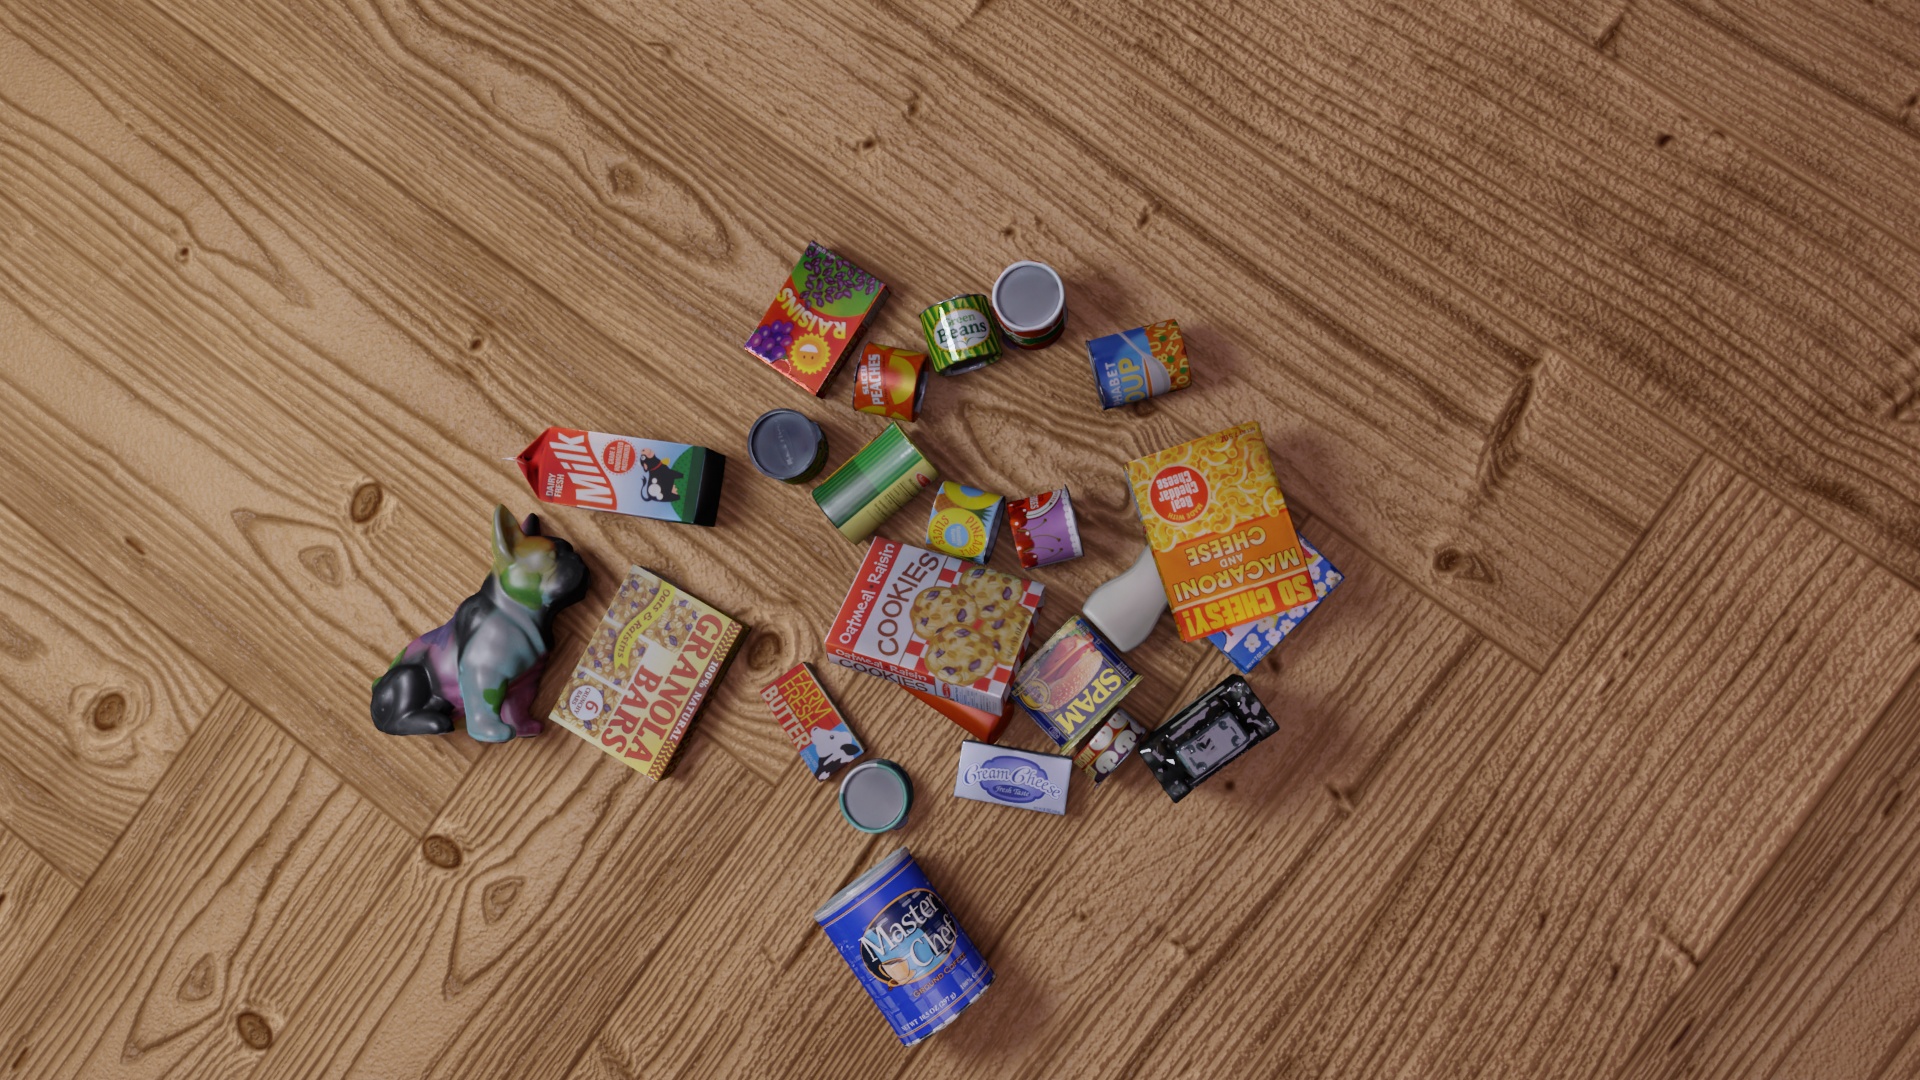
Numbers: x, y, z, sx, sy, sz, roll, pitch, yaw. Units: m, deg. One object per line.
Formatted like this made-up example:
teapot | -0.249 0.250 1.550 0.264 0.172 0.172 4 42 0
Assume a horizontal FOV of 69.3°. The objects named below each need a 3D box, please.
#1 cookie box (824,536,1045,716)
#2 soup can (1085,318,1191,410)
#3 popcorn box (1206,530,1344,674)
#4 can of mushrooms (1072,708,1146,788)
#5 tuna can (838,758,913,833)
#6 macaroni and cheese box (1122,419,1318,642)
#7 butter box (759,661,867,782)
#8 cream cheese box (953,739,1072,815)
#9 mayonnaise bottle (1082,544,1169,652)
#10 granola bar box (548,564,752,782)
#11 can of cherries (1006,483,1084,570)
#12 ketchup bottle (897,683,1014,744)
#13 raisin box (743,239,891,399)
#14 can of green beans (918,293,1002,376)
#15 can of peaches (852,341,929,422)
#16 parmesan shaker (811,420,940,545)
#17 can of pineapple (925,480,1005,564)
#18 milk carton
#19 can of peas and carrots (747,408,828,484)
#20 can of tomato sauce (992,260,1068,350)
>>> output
cookie box | -0.022 0.075 1.250 0.167 0.040 0.123 16 57 13
soup can | 0.163 -0.159 1.265 0.084 0.071 0.071 -14 85 5
popcorn box | 0.271 0.048 1.257 0.126 0.038 0.085 -45 84 1
can of mushrooms | 0.132 0.186 1.247 0.033 0.071 0.071 42 91 7
tuna can | -0.076 0.238 1.282 0.071 0.033 0.071 0 86 6
macaroni and cheese box | 0.228 -0.007 1.224 0.124 0.040 0.166 -18 83 3
butter box | -0.137 0.169 1.298 0.053 0.024 0.103 -36 84 2
cream cheese box | 0.049 0.217 1.275 0.104 0.024 0.053 8 86 6
mayonnaise bottle | 0.182 0.032 1.266 0.148 0.041 0.065 -44 84 0
granola bar box | -0.291 0.124 1.309 0.124 0.039 0.165 29 89 8
can of cherries | 0.077 -0.013 1.266 0.058 0.071 0.071 -14 85 6
ketchup bottle | -0.023 0.130 1.272 0.149 0.064 0.043 31 78 15
raisin box | -0.135 -0.208 1.315 0.086 0.040 0.123 33 91 6
can of green beans | 0.001 -0.190 1.286 0.071 0.071 0.058 -16 85 5
can of peaches | -0.064 -0.146 1.288 0.058 0.071 0.071 13 88 5
parmesan shaker | -0.080 -0.054 1.283 0.103 0.071 0.071 -40 84 3
can of pineapple | 0.005 -0.016 1.272 0.058 0.071 0.071 15 88 7
milk carton | -0.327 -0.062 1.308 0.191 0.072 0.073 8 88 7
can of peas and carrots | -0.158 -0.088 1.299 0.071 0.058 0.071 0 86 5
can of tomato sauce | 0.063 -0.214 1.273 0.071 0.083 0.071 0 86 6
